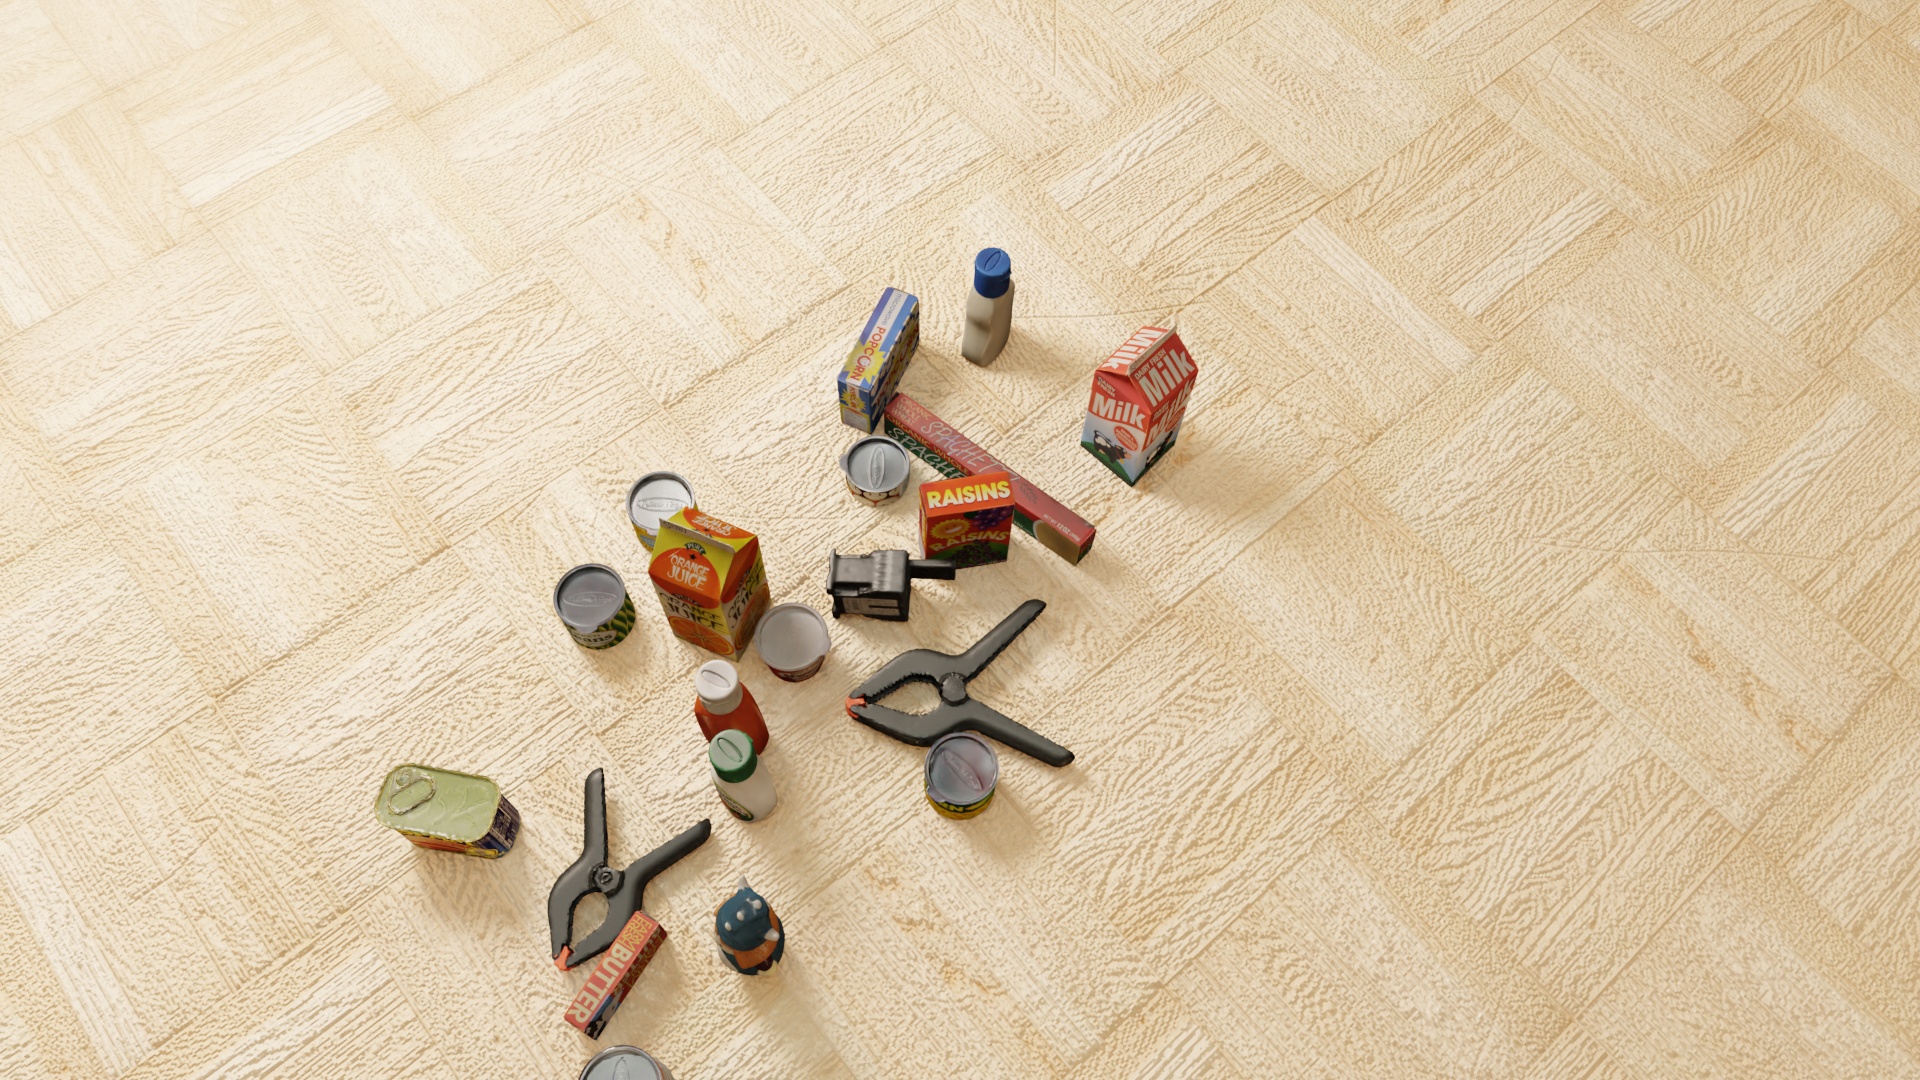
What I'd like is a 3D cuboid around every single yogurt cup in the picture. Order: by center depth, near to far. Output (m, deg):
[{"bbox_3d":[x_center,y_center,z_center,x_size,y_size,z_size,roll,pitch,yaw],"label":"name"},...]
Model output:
[{"bbox_3d":[-0.156,0.098,1.299,0.072,0.053,0.072,1,64,-2],"label":"yogurt cup"}]

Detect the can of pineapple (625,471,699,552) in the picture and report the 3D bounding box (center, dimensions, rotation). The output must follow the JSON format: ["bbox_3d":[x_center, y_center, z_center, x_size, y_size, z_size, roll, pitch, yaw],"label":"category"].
[{"bbox_3d":[-0.289,-0.024,1.352,0.071,0.057,0.071,1,64,-2],"label":"can of pineapple"}]

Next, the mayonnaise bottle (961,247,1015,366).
[{"bbox_3d":[0.030,-0.241,1.422,0.041,0.147,0.065,29,67,12],"label":"mayonnaise bottle"}]

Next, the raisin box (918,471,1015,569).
[{"bbox_3d":[0.005,-0.017,1.323,0.086,0.123,0.040,-8,65,-6],"label":"raisin box"}]

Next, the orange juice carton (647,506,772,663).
[{"bbox_3d":[-0.225,0.034,1.251,0.072,0.191,0.073,22,65,9],"label":"orange juice carton"}]

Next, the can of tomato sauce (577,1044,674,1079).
[{"bbox_3d":[-0.267,0.443,1.108,0.071,0.082,0.071,1,64,-2],"label":"can of tomato sauce"}]

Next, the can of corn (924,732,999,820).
[{"bbox_3d":[-0.002,0.214,1.245,0.071,0.058,0.071,1,64,-2],"label":"can of corn"}]

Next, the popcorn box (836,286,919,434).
[{"bbox_3d":[-0.083,-0.185,1.425,0.038,0.085,0.127,21,65,8],"label":"popcorn box"}]

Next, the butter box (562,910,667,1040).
[{"bbox_3d":[-0.288,0.363,1.163,0.024,0.053,0.104,29,66,12],"label":"butter box"}]

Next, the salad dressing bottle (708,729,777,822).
[{"bbox_3d":[-0.190,0.201,1.194,0.064,0.147,0.044,41,70,16],"label":"salad dressing bottle"}]

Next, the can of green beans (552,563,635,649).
[{"bbox_3d":[-0.344,0.063,1.307,0.071,0.057,0.071,1,64,-2],"label":"can of green beans"}]

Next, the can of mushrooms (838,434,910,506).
[{"bbox_3d":[-0.086,-0.070,1.396,0.071,0.033,0.071,1,64,-2],"label":"can of mushrooms"}]

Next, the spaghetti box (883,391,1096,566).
[{"bbox_3d":[0.025,-0.063,1.388,0.250,0.050,0.029,36,68,14],"label":"spaghetti box"}]

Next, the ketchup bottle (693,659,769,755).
[{"bbox_3d":[-0.205,0.148,1.219,0.065,0.148,0.044,26,66,10],"label":"ketchup bottle"}]

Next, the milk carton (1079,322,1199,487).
[{"bbox_3d":[0.174,-0.138,1.353,0.073,0.189,0.072,41,70,16],"label":"milk carton"}]
